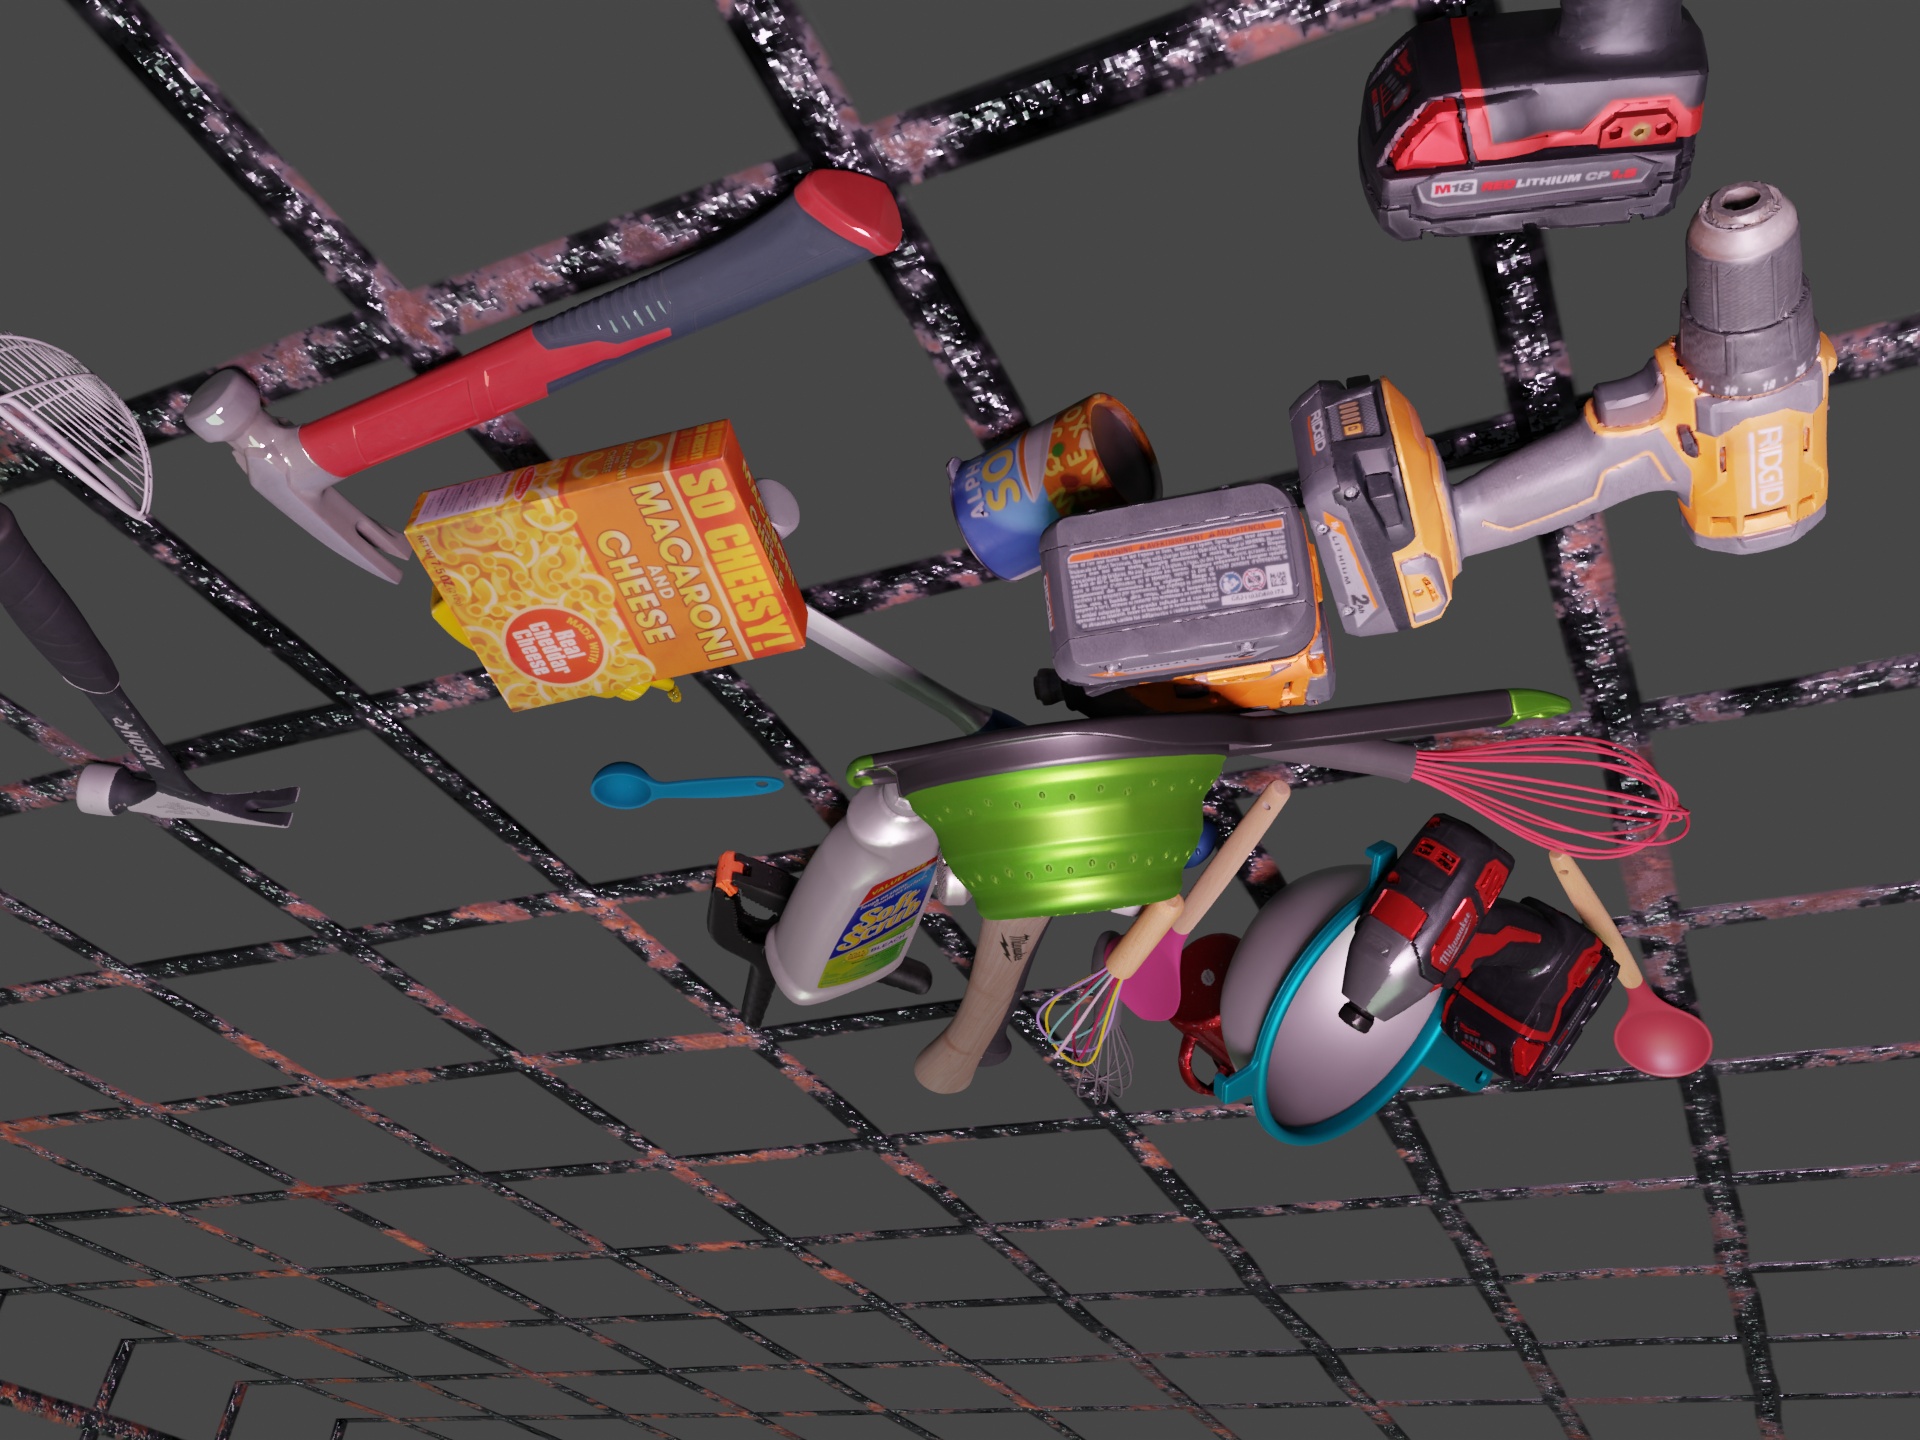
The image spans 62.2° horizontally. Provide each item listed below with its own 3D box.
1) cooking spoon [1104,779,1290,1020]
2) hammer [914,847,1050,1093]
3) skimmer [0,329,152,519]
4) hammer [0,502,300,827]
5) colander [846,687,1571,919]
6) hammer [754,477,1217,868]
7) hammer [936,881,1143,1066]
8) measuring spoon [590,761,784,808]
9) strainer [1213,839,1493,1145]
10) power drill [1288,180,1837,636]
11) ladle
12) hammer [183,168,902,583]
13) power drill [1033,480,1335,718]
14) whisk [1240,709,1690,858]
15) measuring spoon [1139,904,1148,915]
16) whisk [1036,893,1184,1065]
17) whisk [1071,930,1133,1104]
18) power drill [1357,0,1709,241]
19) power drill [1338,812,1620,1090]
[{"bbox_3d":[0.156,0.125,1.064,0.069,0.017,0.318,45,148,16],"label":"cooking spoon"},{"bbox_3d":[0.032,0.191,1.150,0.146,0.038,0.410,1,149,-9],"label":"hammer"},{"bbox_3d":[-0.579,-0.129,0.835,0.363,0.090,0.127,-8,148,20],"label":"skimmer"},{"bbox_3d":[-0.516,-0.017,0.965,0.149,0.036,0.408,8,155,-7],"label":"hammer"},{"bbox_3d":[0.140,0.047,0.861,0.397,0.094,0.204,-6,173,-4],"label":"colander"},{"bbox_3d":[-0.002,-0.003,0.965,0.405,0.035,0.144,30,137,-29],"label":"hammer"},{"bbox_3d":[0.033,0.188,1.216,0.146,0.035,0.334,12,145,-2],"label":"hammer"},{"bbox_3d":[-0.183,0.039,1.072,0.128,0.021,0.042,-2,143,-4],"label":"measuring spoon"},{"bbox_3d":[0.285,0.199,1.133,0.095,0.211,0.340,34,-179,43],"label":"strainer"},{"bbox_3d":[0.267,-0.133,0.714,0.226,0.084,0.185,-13,139,18],"label":"power drill"},{"bbox_3d":[0.475,0.176,1.144,0.069,0.031,0.315,-17,136,28],"label":"ladle"},{"bbox_3d":[-0.192,-0.165,0.773,0.386,0.038,0.143,-14,140,26],"label":"hammer"},{"bbox_3d":[0.103,-0.042,0.797,0.164,0.084,0.226,-9,169,12],"label":"power drill"},{"bbox_3d":[0.287,0.029,0.949,0.296,0.073,0.073,12,144,2],"label":"whisk"},{"bbox_3d":[0.132,0.117,1.132,0.021,0.011,0.116,2,147,16],"label":"measuring spoon"},{"bbox_3d":[0.110,0.187,1.135,0.051,0.047,0.244,1,146,-18],"label":"whisk"},{"bbox_3d":[0.114,0.238,1.268,0.055,0.055,0.238,3,139,5],"label":"whisk"},{"bbox_3d":[0.173,-0.280,0.531,0.188,0.080,0.226,-2,140,11],"label":"power drill"},{"bbox_3d":[0.328,0.158,1.027,0.219,0.143,0.079,31,-178,-43],"label":"power drill"}]
